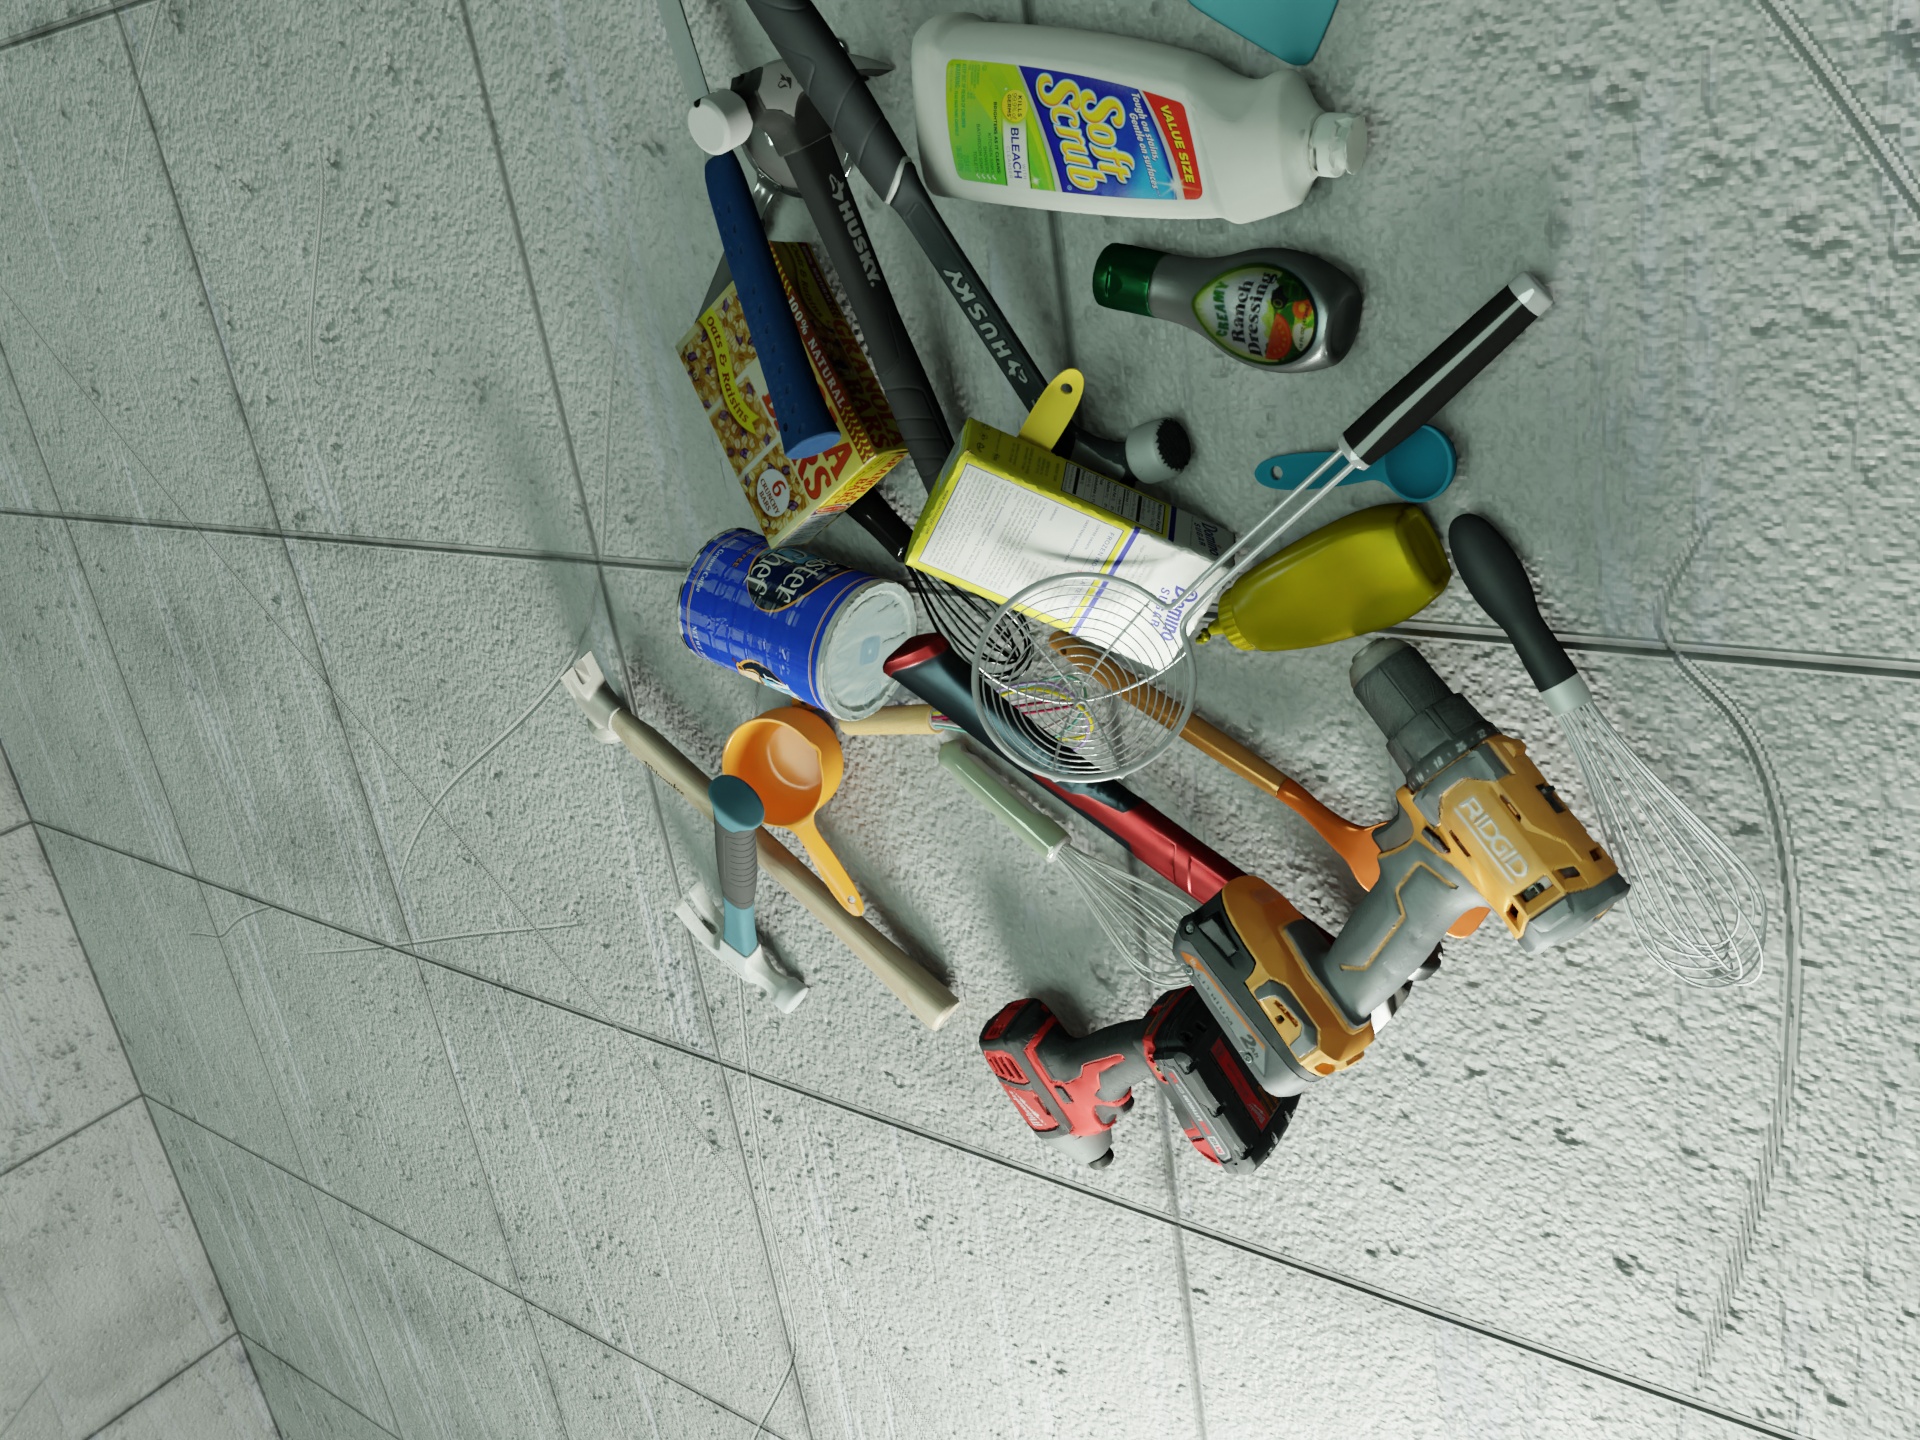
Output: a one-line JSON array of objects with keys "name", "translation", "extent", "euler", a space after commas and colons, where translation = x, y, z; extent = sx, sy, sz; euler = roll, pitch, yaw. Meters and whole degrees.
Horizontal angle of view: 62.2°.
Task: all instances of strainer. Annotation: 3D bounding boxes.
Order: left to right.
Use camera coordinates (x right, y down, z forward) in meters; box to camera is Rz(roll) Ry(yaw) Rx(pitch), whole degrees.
[{"name": "strainer", "translation": [-0.137, -0.335, 1.058], "extent": [0.087, 0.050, 0.258], "euler": [37, 137, 0]}]

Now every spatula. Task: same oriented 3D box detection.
[{"name": "spatula", "translation": [0.061, -0.443, 0.845], "extent": [0.318, 0.044, 0.082], "euler": [37, 132, 26]}, {"name": "spatula", "translation": [0.185, 0.026, 0.990], "extent": [0.323, 0.041, 0.081], "euler": [35, 131, 26]}]

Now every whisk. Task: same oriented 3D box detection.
[{"name": "whisk", "translation": [-0.037, -0.115, 1.088], "extent": [0.239, 0.055, 0.055], "euler": [47, 134, 17]}, {"name": "whisk", "translation": [-0.003, -0.005, 1.117], "extent": [0.245, 0.047, 0.051], "euler": [-2, 77, 46]}, {"name": "whisk", "translation": [0.075, 0.094, 1.108], "extent": [0.246, 0.057, 0.059], "euler": [41, 98, 20]}, {"name": "whisk", "translation": [0.335, 0.015, 0.837], "extent": [0.070, 0.070, 0.284], "euler": [-35, 83, 45]}]

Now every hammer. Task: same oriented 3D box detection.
[{"name": "hammer", "translation": [-0.157, -0.359, 1.000], "extent": [0.144, 0.035, 0.405], "euler": [-22, 84, 50]}, {"name": "hammer", "translation": [-0.175, 0.133, 1.258], "extent": [0.128, 0.033, 0.330], "euler": [36, 153, 13]}, {"name": "hammer", "translation": [-0.162, 0.098, 1.276], "extent": [0.411, 0.038, 0.146], "euler": [40, 165, 12]}, {"name": "hammer", "translation": [-0.045, -0.244, 0.989], "extent": [0.035, 0.146, 0.334], "euler": [1, 124, 42]}, {"name": "hammer", "translation": [-0.027, -0.289, 0.906], "extent": [0.149, 0.036, 0.408], "euler": [-10, 125, 46]}, {"name": "hammer", "translation": [0.107, 0.078, 1.018], "extent": [0.386, 0.038, 0.143], "euler": [36, 129, 6]}]

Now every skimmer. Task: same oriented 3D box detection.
[{"name": "skimmer", "translation": [0.153, -0.103, 0.846], "extent": [0.363, 0.090, 0.127], "euler": [-43, 70, 31]}]

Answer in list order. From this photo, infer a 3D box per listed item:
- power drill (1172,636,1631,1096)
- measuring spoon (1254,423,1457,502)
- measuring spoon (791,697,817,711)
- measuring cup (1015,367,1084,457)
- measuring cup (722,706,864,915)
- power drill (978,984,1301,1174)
[{"name": "power drill", "translation": [0.223, 0.082, 0.884], "extent": [0.226, 0.084, 0.185], "euler": [-44, 69, 30]}, {"name": "measuring spoon", "translation": [0.219, -0.141, 0.880], "extent": [0.129, 0.021, 0.042], "euler": [5, 109, 48]}, {"name": "measuring spoon", "translation": [-0.095, -0.027, 1.204], "extent": [0.117, 0.011, 0.021], "euler": [-24, 96, 45]}, {"name": "measuring cup", "translation": [0.038, -0.159, 0.959], "extent": [0.062, 0.029, 0.156], "euler": [29, 135, -5]}, {"name": "measuring cup", "translation": [-0.113, 0.069, 1.235], "extent": [0.095, 0.052, 0.173], "euler": [-27, 97, 27]}, {"name": "power drill", "translation": [0.122, 0.260, 1.127], "extent": [0.220, 0.078, 0.143], "euler": [-18, 109, 48]}]
